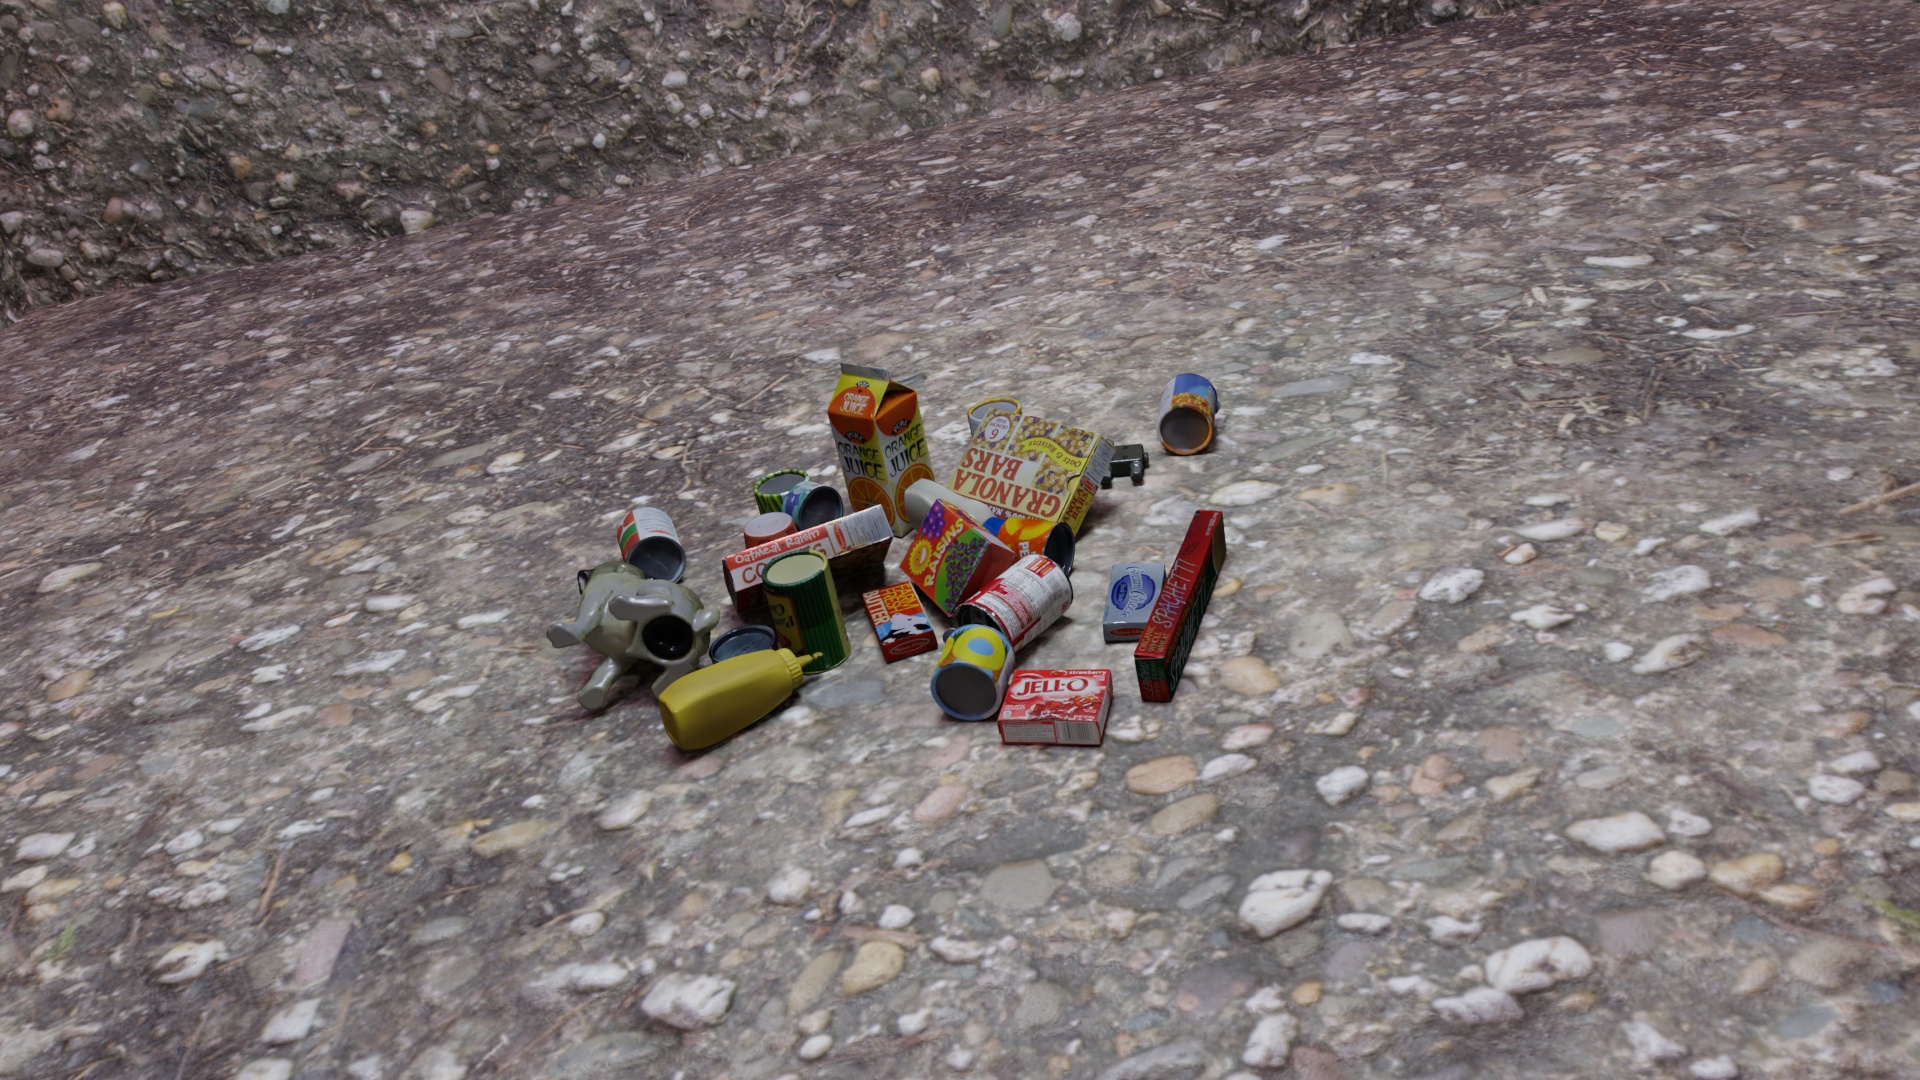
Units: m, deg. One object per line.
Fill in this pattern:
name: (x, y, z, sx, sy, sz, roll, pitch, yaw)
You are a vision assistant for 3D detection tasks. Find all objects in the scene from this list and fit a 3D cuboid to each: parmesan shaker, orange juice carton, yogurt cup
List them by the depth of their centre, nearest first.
parmesan shaker: (-0.150, 0.067, 1.343, 0.071, 0.102, 0.071, -9, 29, 5)
yogurt cup: (-0.205, 0.005, 1.522, 0.072, 0.053, 0.073, -9, 28, 5)
orange juice carton: (-0.087, -0.107, 1.534, 0.072, 0.191, 0.073, 14, 39, 37)

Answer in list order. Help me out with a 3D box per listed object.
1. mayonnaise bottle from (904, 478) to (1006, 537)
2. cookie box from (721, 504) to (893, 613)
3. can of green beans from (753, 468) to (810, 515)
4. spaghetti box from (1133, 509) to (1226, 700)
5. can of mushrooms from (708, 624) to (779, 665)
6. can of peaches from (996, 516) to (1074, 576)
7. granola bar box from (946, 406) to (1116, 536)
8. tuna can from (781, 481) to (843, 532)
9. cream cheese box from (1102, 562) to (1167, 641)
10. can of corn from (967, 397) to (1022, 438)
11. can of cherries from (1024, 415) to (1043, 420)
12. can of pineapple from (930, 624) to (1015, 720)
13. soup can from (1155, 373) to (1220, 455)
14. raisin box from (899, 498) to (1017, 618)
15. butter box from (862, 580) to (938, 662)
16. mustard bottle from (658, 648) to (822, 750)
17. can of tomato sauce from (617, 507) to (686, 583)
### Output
mayonnaise bottle: (0.005, -0.019, 1.483, 0.148, 0.064, 0.041, 22, 49, 39)
cookie box: (-0.158, 0.020, 1.425, 0.168, 0.040, 0.122, -19, -10, -12)
can of green beans: (-0.200, -0.043, 1.599, 0.071, 0.057, 0.071, -9, 29, 5)
spaghetti box: (0.207, 0.055, 1.290, 0.028, 0.050, 0.251, 1, 32, 24)
can of mushrooms: (-0.207, 0.114, 1.352, 0.071, 0.033, 0.071, -9, 29, 5)
can of peaches: (0.074, 0.012, 1.396, 0.058, 0.071, 0.071, 8, 35, 32)
granola bar box: (0.071, -0.070, 1.505, 0.165, 0.039, 0.124, 18, 77, 42)
tuna can: (-0.167, -0.030, 1.561, 0.033, 0.070, 0.071, 16, 39, 42)
cream cheese box: (0.167, 0.058, 1.325, 0.053, 0.024, 0.104, -2, 31, 14)
can of corn: (0.045, -0.134, 1.669, 0.071, 0.058, 0.071, -9, 30, 5)
can of cherries: (0.074, -0.105, 1.610, 0.071, 0.058, 0.072, -9, 29, 5)
can of pineapple: (0.009, 0.117, 1.235, 0.071, 0.070, 0.058, -2, 31, 17)
soup can: (0.264, -0.146, 1.606, 0.071, 0.071, 0.084, -3, 31, 15)
raisin box: (-0.005, 0.021, 1.391, 0.040, 0.086, 0.124, 23, 11, -33)
butter box: (-0.061, 0.079, 1.371, 0.053, 0.024, 0.104, -16, 30, -9)
mustard bottle: (-0.198, 0.137, 1.284, 0.161, 0.065, 0.049, -23, 36, -30)
can of tomato sauce: (-0.348, 0.010, 1.555, 0.071, 0.071, 0.083, -19, 29, -12)
